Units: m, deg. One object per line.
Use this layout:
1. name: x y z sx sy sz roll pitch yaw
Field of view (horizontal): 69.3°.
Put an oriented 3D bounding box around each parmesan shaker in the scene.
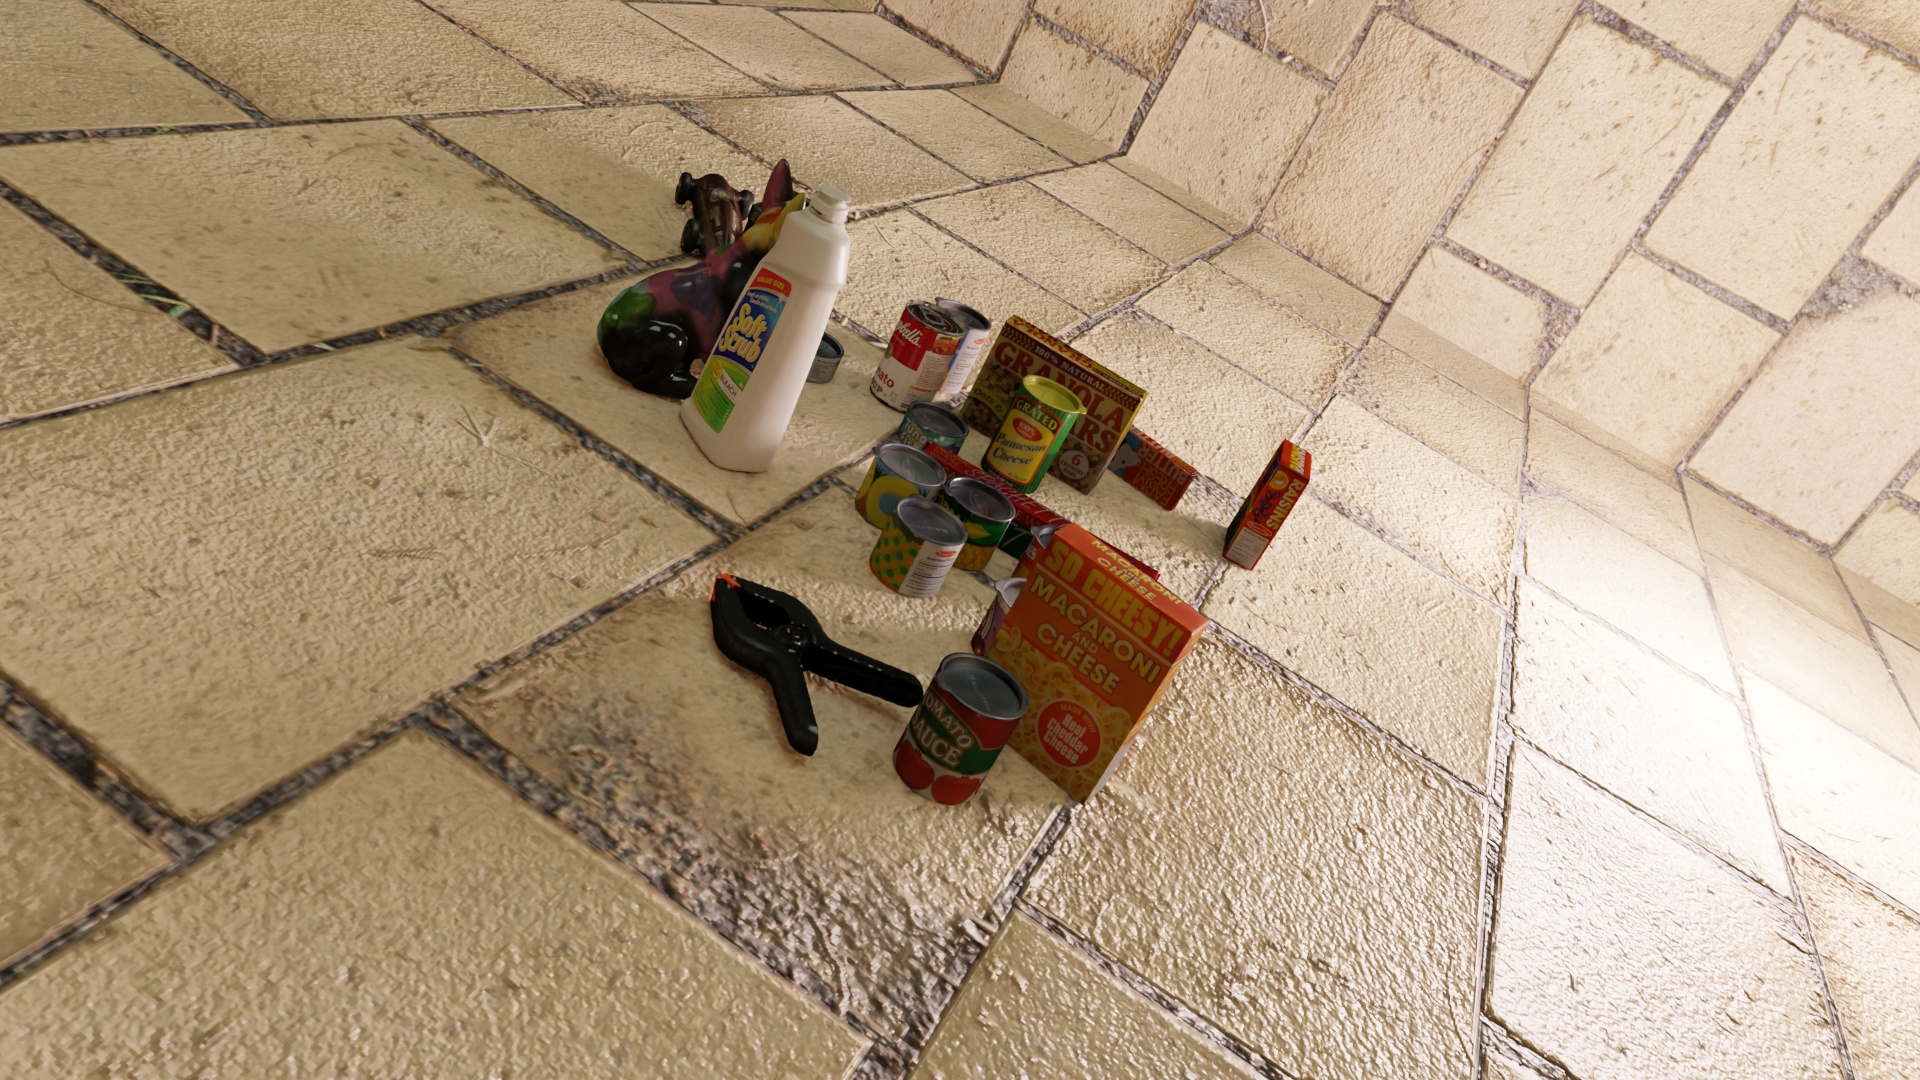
1. parmesan shaker: 0.073 -0.104 1.400 0.071 0.102 0.071 22 27 -12

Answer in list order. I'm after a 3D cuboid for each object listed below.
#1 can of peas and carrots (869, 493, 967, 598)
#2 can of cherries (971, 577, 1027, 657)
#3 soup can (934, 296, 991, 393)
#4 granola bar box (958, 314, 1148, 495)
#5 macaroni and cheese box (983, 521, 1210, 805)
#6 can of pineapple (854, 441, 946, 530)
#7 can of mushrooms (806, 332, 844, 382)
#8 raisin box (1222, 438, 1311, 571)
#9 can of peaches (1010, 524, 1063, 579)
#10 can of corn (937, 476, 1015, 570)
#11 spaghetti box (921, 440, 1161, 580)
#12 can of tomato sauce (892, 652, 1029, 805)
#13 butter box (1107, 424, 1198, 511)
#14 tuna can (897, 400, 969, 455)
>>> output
1. can of peas and carrots: -0.037 0.005 1.160 0.071 0.058 0.071 22 28 -12
2. can of cherries: 0.047 0.071 1.121 0.071 0.058 0.072 22 28 -12
3. soup can: -0.015 -0.215 1.533 0.071 0.083 0.072 22 28 -12
4. granola bar box: 0.096 -0.143 1.463 0.166 0.123 0.039 31 27 7
5. macaroni and cheese box: 0.086 0.089 1.008 0.124 0.165 0.040 37 28 18
6. can of pineapple: -0.055 -0.047 1.232 0.071 0.057 0.071 22 28 -12
7. can of mushrooms: -0.157 -0.193 1.420 0.071 0.033 0.071 22 28 -12
8. raisin box: 0.331 -0.039 1.498 0.040 0.122 0.086 29 27 3
9. can of peaches: 0.082 0.027 1.229 0.071 0.057 0.071 22 28 -12
10. can of corn: 0.004 -0.015 1.232 0.071 0.058 0.071 22 28 -12
11. spaghetti box: 0.063 -0.009 1.283 0.250 0.050 0.029 30 27 5
12. can of tomato sauce: -0.002 0.129 0.949 0.071 0.082 0.071 22 28 -12
13. butter box: 0.207 -0.083 1.538 0.103 0.053 0.024 37 28 18
14. tuna can: -0.029 -0.108 1.391 0.071 0.032 0.071 22 28 -12
